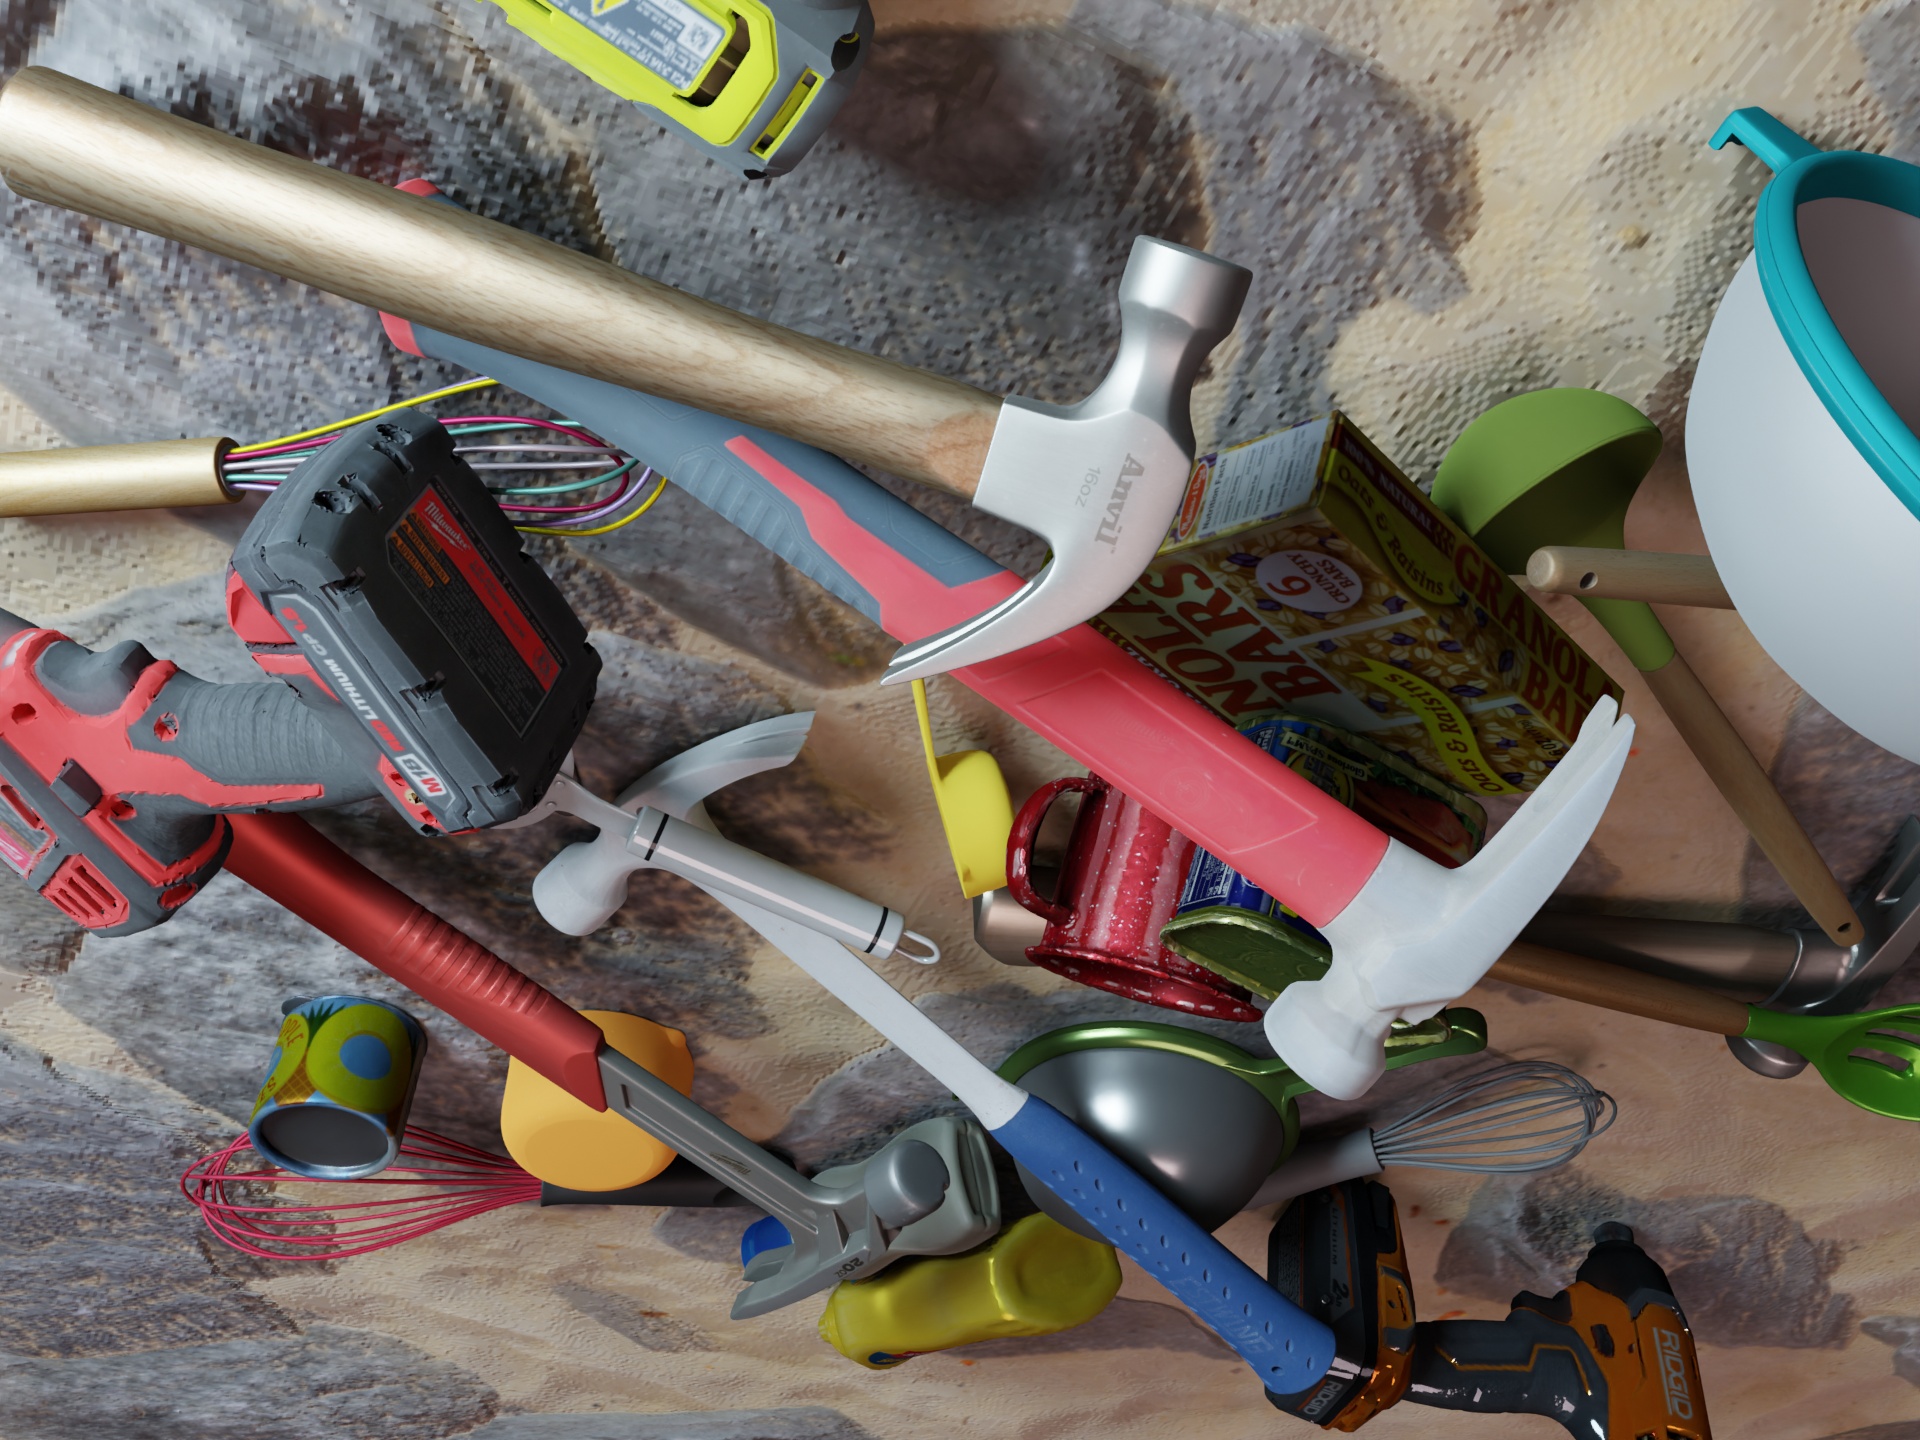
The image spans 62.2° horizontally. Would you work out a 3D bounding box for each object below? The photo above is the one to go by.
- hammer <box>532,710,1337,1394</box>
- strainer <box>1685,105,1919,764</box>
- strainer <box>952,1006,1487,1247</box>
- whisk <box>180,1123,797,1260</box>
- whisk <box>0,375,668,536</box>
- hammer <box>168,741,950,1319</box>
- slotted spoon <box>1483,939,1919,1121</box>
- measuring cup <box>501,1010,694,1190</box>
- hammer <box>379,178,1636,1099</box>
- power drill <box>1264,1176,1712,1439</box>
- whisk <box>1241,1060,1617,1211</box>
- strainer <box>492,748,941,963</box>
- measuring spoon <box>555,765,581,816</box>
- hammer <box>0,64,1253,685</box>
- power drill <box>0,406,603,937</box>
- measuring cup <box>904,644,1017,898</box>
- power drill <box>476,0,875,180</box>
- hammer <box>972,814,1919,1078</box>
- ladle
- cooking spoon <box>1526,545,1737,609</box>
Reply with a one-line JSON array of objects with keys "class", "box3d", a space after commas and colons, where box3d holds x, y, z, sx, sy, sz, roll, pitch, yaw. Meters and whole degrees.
[{"class": "hammer", "box3d": [0.016, 0.157, 0.676, 0.405, 0.035, 0.144, 42, 118, -14]}, {"class": "strainer", "box3d": [0.274, -0.006, 0.414, 0.211, 0.341, 0.095, 21, 141, -13]}, {"class": "strainer", "box3d": [0.124, 0.193, 0.732, 0.256, 0.069, 0.151, -27, 124, 35]}, {"class": "whisk", "box3d": [-0.228, 0.230, 0.792, 0.295, 0.073, 0.073, 3, 133, -14]}, {"class": "whisk", "box3d": [-0.214, -0.078, 0.513, 0.245, 0.051, 0.047, -3, 139, 4]}, {"class": "hammer", "box3d": [-0.182, 0.128, 0.655, 0.359, 0.037, 0.149, 39, 127, -16]}, {"class": "slotted spoon", "box3d": [0.314, 0.121, 0.685, 0.313, 0.031, 0.070, 15, 128, -12]}, {"class": "measuring cup", "box3d": [-0.193, 0.158, 0.724, 0.095, 0.052, 0.173, -24, 132, 18]}, {"class": "hammer", "box3d": [0.003, -0.048, 0.465, 0.386, 0.038, 0.143, 35, 107, -3]}, {"class": "power drill", "box3d": [0.282, 0.318, 0.845, 0.226, 0.164, 0.084, 17, 131, -2]}, {"class": "whisk", "box3d": [0.211, 0.222, 0.811, 0.239, 0.055, 0.055, -20, 131, 20]}, {"class": "strainer", "box3d": [-0.123, 0.039, 0.587, 0.258, 0.050, 0.086, 24, 128, -9]}, {"class": "measuring spoon", "box3d": [-0.169, -0.002, 0.601, 0.034, 0.018, 0.124, -9, 133, 5]}, {"class": "hammer", "box3d": [-0.101, -0.106, 0.425, 0.331, 0.031, 0.130, 19, 109, 4]}, {"class": "power drill", "box3d": [-0.239, -0.011, 0.500, 0.219, 0.079, 0.143, -15, 124, 23]}, {"class": "measuring cup", "box3d": [-0.001, -0.002, 0.595, 0.029, 0.062, 0.156, -14, 122, -4]}, {"class": "power drill", "box3d": [-0.053, -0.248, 0.341, 0.171, 0.080, 0.223, 28, 129, -27]}, {"class": "hammer", "box3d": [0.211, 0.087, 0.691, 0.410, 0.038, 0.146, 5, 131, -7]}, {"class": "ladle", "box3d": [0.269, 0.000, 0.579, 0.078, 0.062, 0.319, -35, 120, 20]}, {"class": "cooking spoon", "box3d": [0.322, -0.043, 0.545, 0.318, 0.017, 0.068, 1, 125, -23]}]
